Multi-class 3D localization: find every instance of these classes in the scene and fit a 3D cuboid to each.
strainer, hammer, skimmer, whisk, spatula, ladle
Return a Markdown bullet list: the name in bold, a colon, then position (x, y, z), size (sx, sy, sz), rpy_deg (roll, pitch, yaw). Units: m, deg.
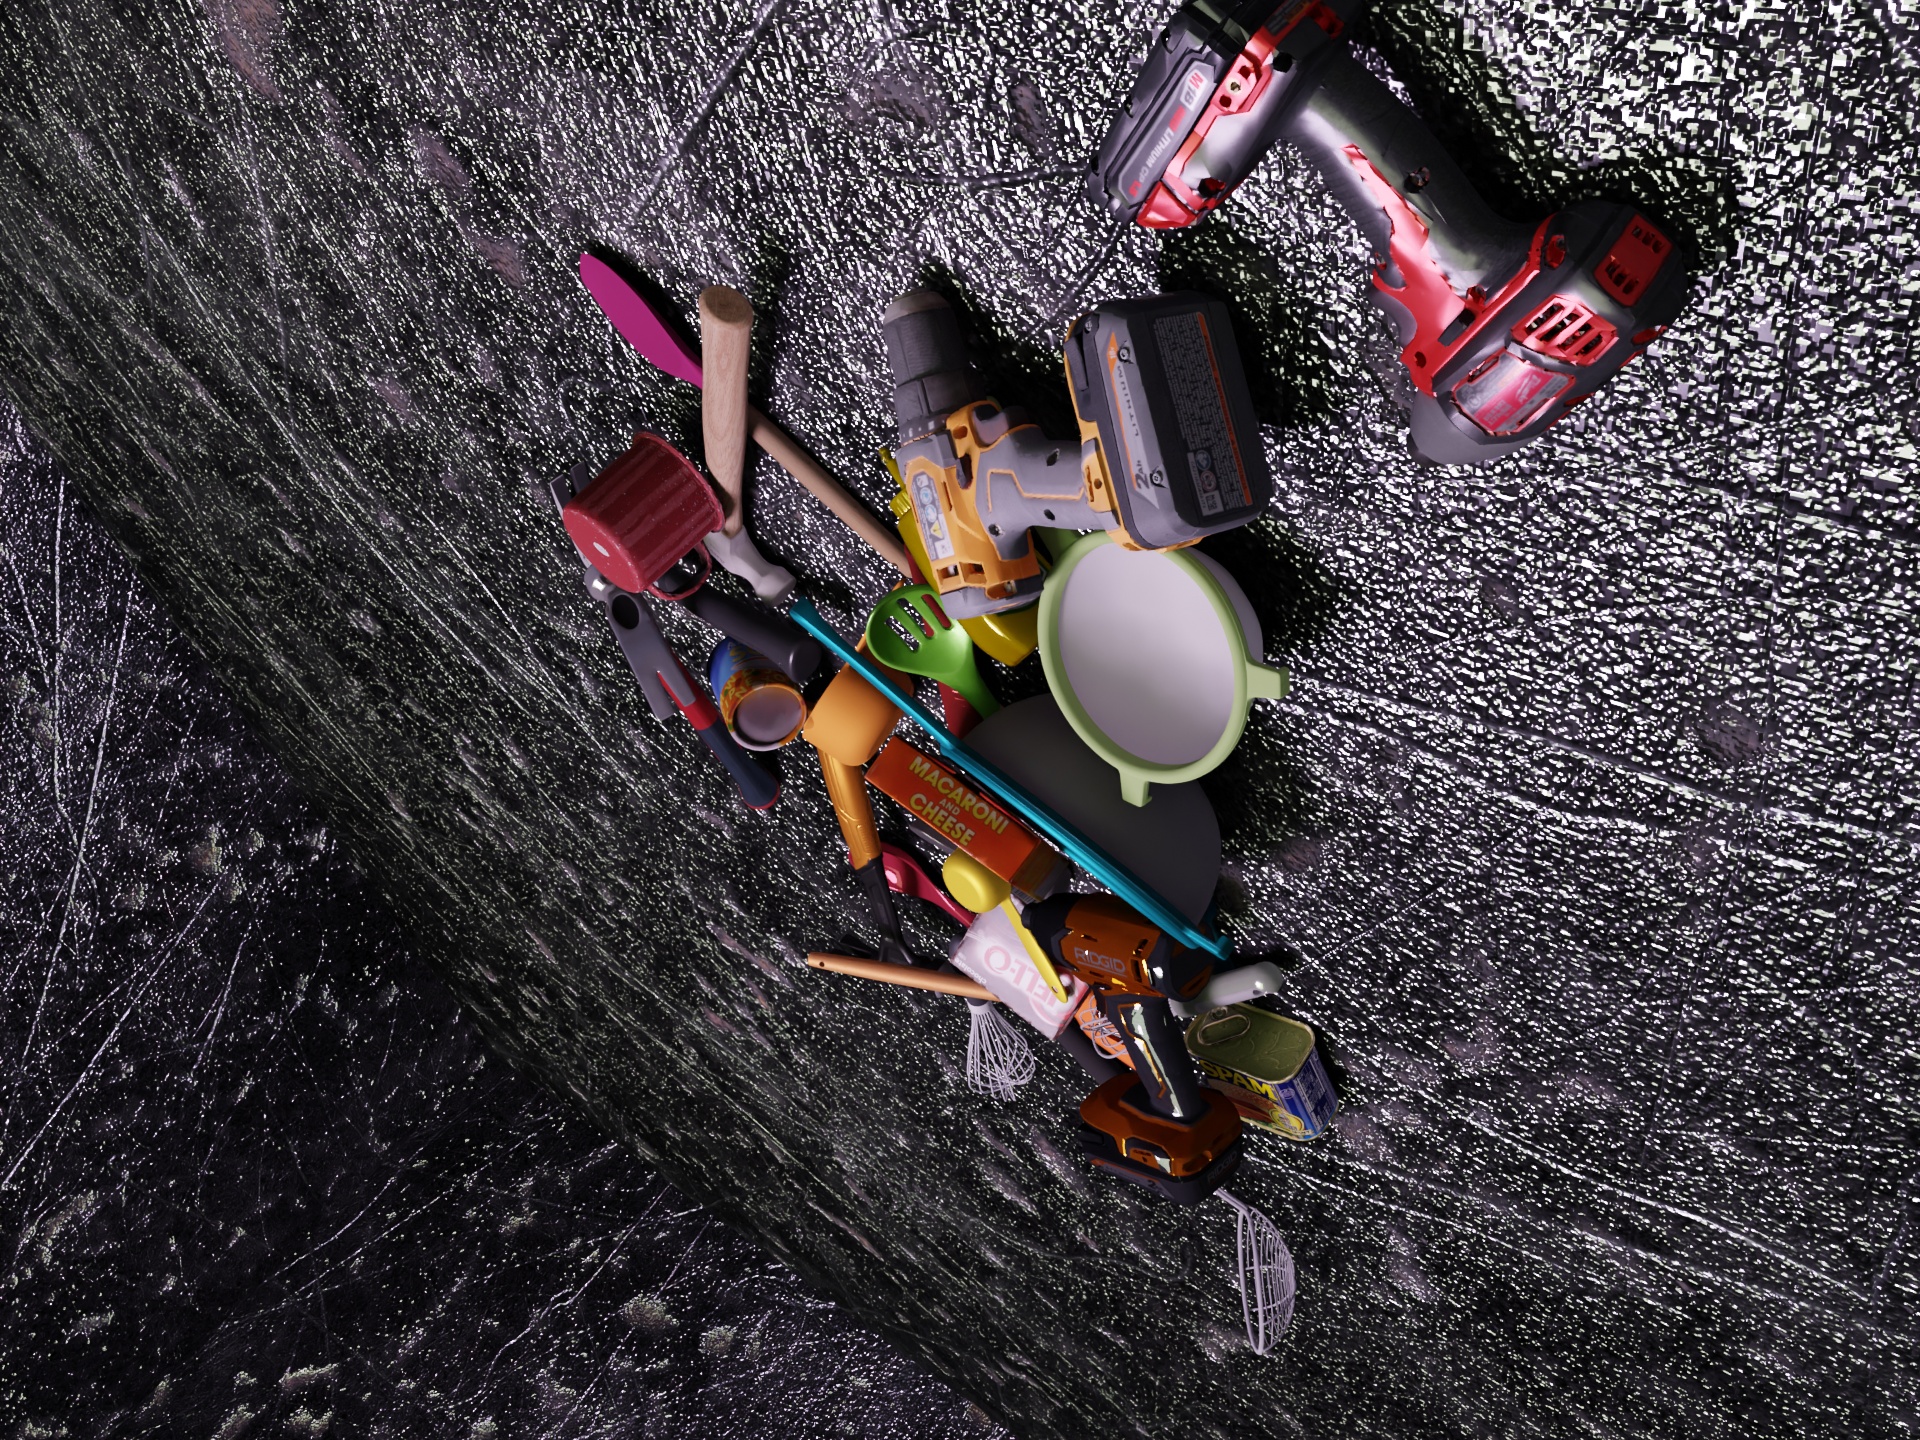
- **strainer**: position (0.092, -0.088, 0.921), size (0.256, 0.069, 0.151), rpy_deg (58, 140, 12)
- **hammer**: position (-0.091, 0.103, 1.391), size (0.127, 0.034, 0.336), rpy_deg (13, 132, 31)
- **hammer**: position (-0.164, -0.191, 1.098), size (0.130, 0.031, 0.331), rpy_deg (41, 159, 8)
- **skimmer**: position (0.180, 0.416, 1.457), size (0.363, 0.090, 0.127), rpy_deg (47, -176, -1)
- **hammer**: position (-0.002, -0.004, 1.176), size (0.149, 0.037, 0.358), rpy_deg (26, 148, 30)
- **whisk**: position (0.167, 0.219, 1.227), size (0.057, 0.059, 0.246), rpy_deg (14, 156, -24)
- **hammer**: position (-0.211, 0.008, 1.344), size (0.143, 0.038, 0.386), rpy_deg (59, 176, 25)
- **spatula**: position (0.017, 0.237, 1.381), size (0.322, 0.041, 0.081), rpy_deg (8, 112, 14)
- **hammer**: position (-0.221, -0.107, 1.278), size (0.335, 0.035, 0.146), rpy_deg (28, 149, 43)
- **ladle**: position (0.033, 0.195, 1.414), size (0.315, 0.031, 0.069), rpy_deg (33, 151, 16)
- **whisk**: position (0.022, 0.279, 1.493), size (0.070, 0.070, 0.284), rpy_deg (26, 151, 30)
- **strainer**: position (0.048, 0.008, 1.018), size (0.340, 0.095, 0.211), rpy_deg (40, 177, -12)

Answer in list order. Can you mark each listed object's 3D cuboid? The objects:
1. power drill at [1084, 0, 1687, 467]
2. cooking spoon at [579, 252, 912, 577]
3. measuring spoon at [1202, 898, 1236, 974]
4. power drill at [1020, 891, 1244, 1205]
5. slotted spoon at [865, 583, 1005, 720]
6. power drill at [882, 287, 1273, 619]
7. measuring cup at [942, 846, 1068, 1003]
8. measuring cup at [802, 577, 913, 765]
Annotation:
- **power drill**: position (0.167, -0.198, 0.650), size (0.219, 0.078, 0.143), rpy_deg (40, 153, 1)
- **cooking spoon**: position (-0.147, -0.210, 1.101), size (0.319, 0.017, 0.068), rpy_deg (43, 158, 2)
- **measuring spoon**: position (0.182, 0.168, 1.185), size (0.042, 0.021, 0.128), rpy_deg (11, 138, 46)
- **power drill**: position (0.123, 0.232, 1.188), size (0.164, 0.084, 0.226), rpy_deg (10, 120, 46)
- **slotted spoon**: position (0.033, 0.010, 1.109), size (0.313, 0.070, 0.031), rpy_deg (51, -167, -37)
- **power drill**: position (0.043, -0.158, 0.834), size (0.226, 0.084, 0.185), rpy_deg (-10, 97, 55)
- **measuring cup**: position (0.037, 0.169, 1.274), size (0.156, 0.029, 0.062), rpy_deg (58, 149, -6)
- **measuring cup**: position (-0.058, -0.034, 1.180), size (0.052, 0.095, 0.173), rpy_deg (36, 133, 3)
